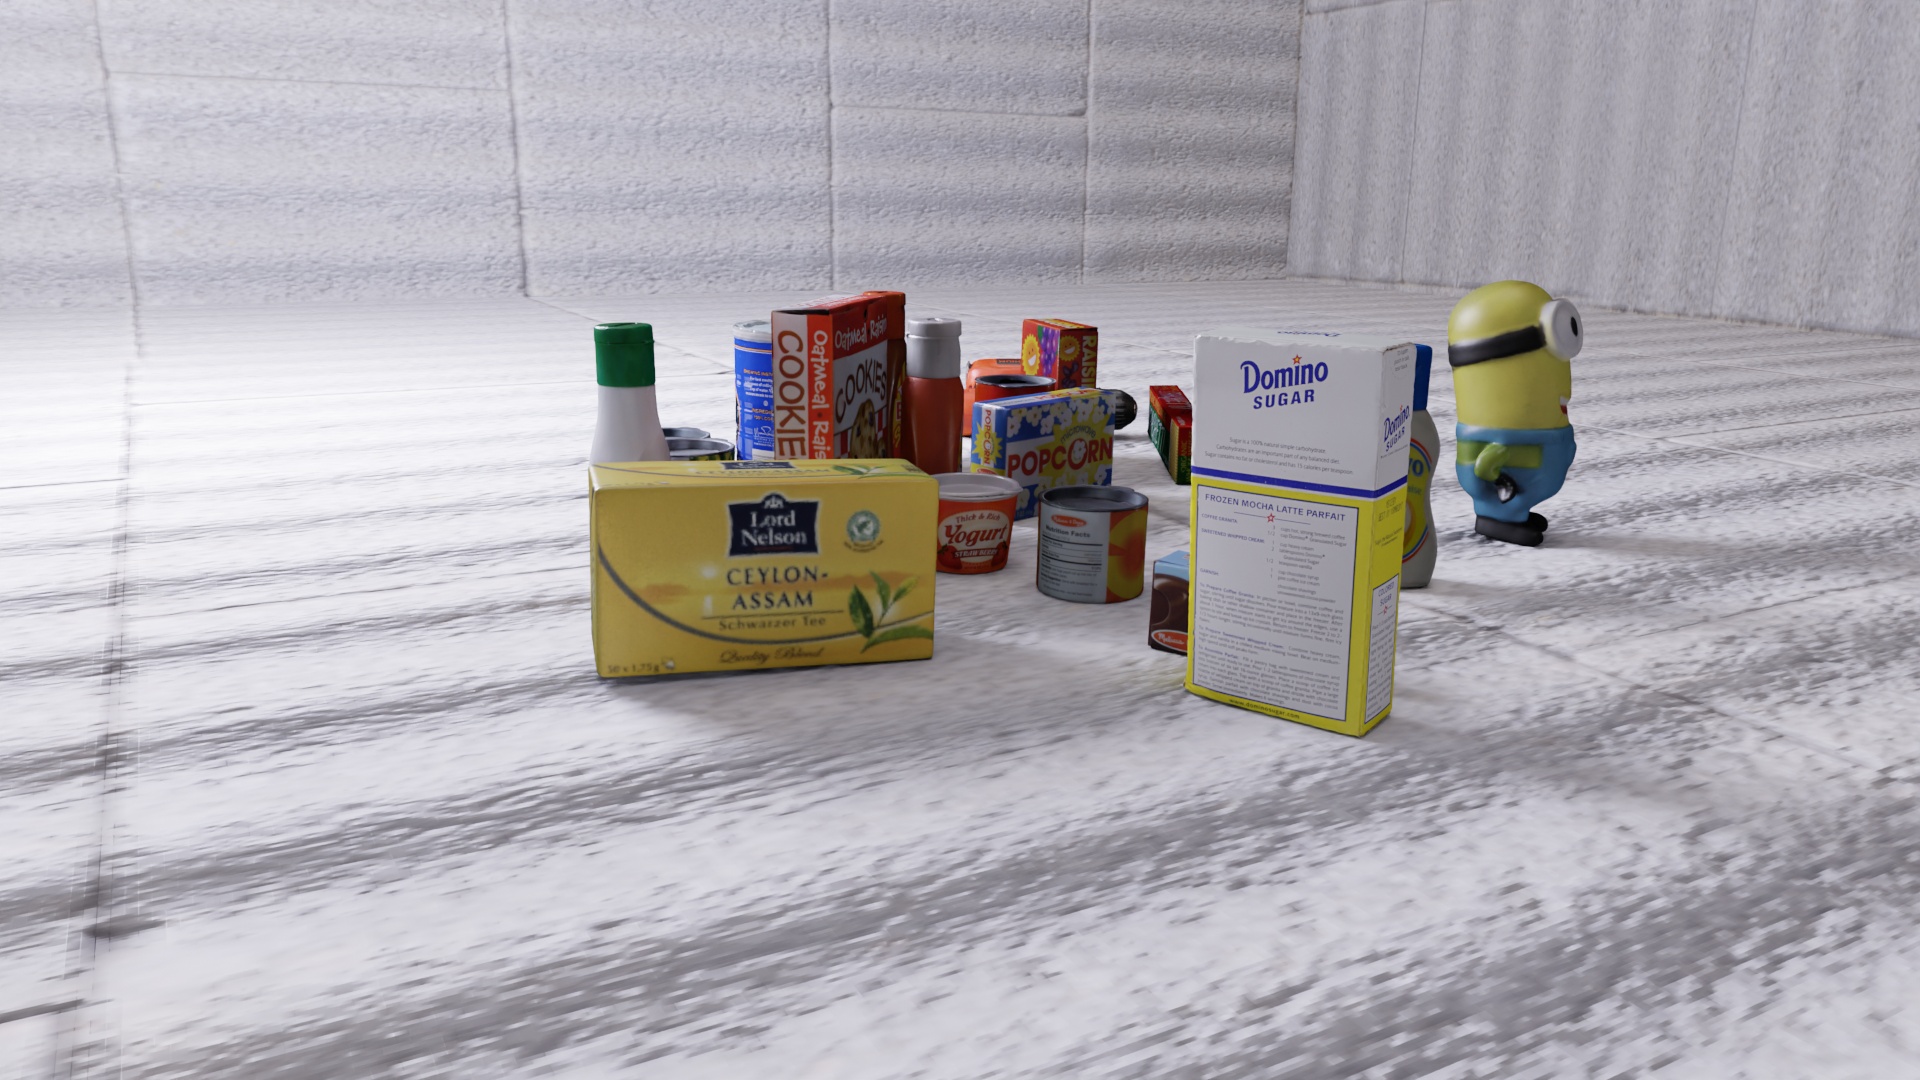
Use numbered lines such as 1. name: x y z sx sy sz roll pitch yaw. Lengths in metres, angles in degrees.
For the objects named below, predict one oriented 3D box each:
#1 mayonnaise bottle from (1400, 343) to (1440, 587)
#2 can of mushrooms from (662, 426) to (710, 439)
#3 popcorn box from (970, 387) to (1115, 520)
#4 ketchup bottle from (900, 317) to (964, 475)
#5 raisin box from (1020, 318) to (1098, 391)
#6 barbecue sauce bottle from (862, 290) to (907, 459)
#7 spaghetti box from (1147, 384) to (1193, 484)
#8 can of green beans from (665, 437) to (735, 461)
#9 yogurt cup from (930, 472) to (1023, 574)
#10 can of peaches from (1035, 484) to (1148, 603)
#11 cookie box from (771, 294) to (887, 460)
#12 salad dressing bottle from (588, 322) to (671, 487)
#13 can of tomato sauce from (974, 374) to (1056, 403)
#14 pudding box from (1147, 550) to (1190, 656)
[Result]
1. mayonnaise bottle: 0.264 -0.046 0.853 0.065 0.147 0.041 2 14 2
2. can of mushrooms: -0.238 -0.073 1.146 0.071 0.033 0.071 1 14 0
3. popcorn box: 0.062 -0.066 1.040 0.038 0.085 0.127 14 19 42
4. ketchup bottle: -0.020 -0.076 0.945 0.043 0.148 0.065 0 14 -6
5. raisin box: 0.084 -0.127 1.202 0.040 0.123 0.086 -4 15 -18
6. barbecue sauce bottle: -0.065 -0.134 1.168 0.044 0.148 0.065 3 14 9
7. spaghetti box: 0.194 -0.100 1.250 0.029 0.050 0.251 2 14 2
8. can of green beans: -0.189 -0.038 0.965 0.071 0.057 0.071 1 14 0
9. yogurt cup: 0.003 -0.011 0.885 0.072 0.053 0.072 1 14 0
10. can of peaches: 0.080 0.001 0.836 0.071 0.058 0.071 1 14 0
11. cookie box: -0.078 -0.065 0.863 0.040 0.167 0.123 4 14 11
12. salad dressing bottle: -0.212 -0.064 0.889 0.044 0.147 0.064 6 15 19
13. can of tomato sauce: 0.044 -0.091 1.140 0.071 0.083 0.071 1 14 0
14. pudding box: 0.141 0.037 0.718 0.084 0.049 0.030 11 17 33
